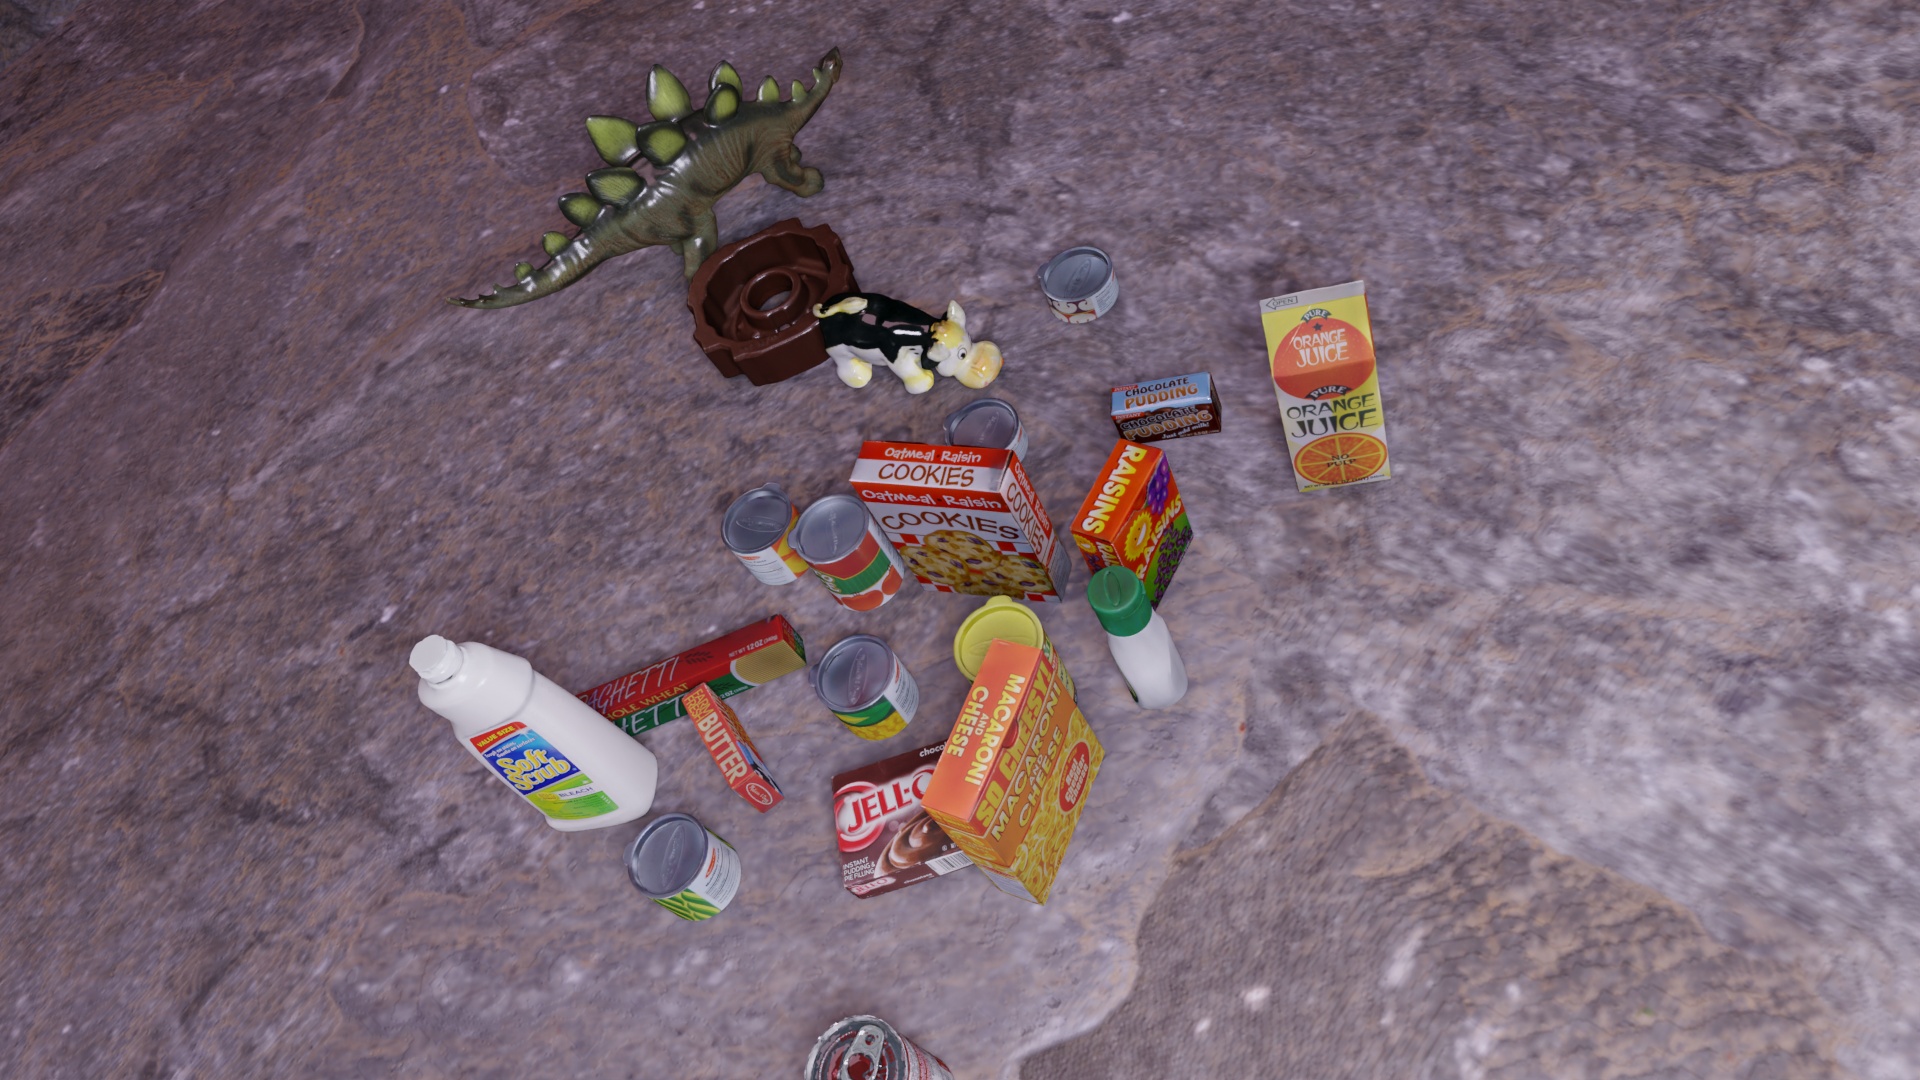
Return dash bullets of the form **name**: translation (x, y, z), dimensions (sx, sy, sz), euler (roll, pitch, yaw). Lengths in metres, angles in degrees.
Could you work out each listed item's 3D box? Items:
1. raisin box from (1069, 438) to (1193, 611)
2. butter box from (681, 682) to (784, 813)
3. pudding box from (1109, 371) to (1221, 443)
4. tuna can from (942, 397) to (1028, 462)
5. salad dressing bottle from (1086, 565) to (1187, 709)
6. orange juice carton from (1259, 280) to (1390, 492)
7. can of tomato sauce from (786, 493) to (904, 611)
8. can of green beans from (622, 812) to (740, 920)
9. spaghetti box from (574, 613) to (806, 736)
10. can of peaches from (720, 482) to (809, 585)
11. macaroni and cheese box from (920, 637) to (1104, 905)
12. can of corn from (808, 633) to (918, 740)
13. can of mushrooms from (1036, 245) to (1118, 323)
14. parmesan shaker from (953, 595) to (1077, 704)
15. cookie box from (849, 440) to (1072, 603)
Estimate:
- **raisin box**: translation (0.130, -0.006, 1.037), dimensions (0.040, 0.123, 0.086), euler (19, 67, 31)
- **butter box**: translation (-0.180, 0.163, 1.093), dimensions (0.024, 0.053, 0.104), euler (-37, 53, -4)
- **pudding box**: translation (0.168, -0.108, 1.136), dimensions (0.083, 0.049, 0.030), euler (-7, 56, 17)
- **tuna can**: translation (0.021, -0.087, 1.191), dimensions (0.071, 0.032, 0.071), euler (-10, 55, 15)
- **salad dressing bottle**: translation (0.124, 0.068, 0.976), dimensions (0.044, 0.147, 0.064), euler (-17, 54, 11)
- **orange juice carton**: translation (0.268, -0.120, 1.015), dimensions (0.072, 0.192, 0.073), euler (-9, 56, 17)
- **can of tomato sauce**: translation (-0.092, 0.012, 1.140), dimensions (0.071, 0.082, 0.071), euler (-10, 55, 15)
- **can of green beans**: translation (-0.207, 0.246, 1.046), dimensions (0.071, 0.057, 0.071), euler (-10, 55, 15)
- **spaghetti box**: translation (-0.250, 0.127, 1.147), dimensions (0.250, 0.050, 0.029), euler (-22, 53, 7)
- **can of peaches**: translation (-0.162, -0.005, 1.194), dimensions (0.071, 0.058, 0.071), euler (-10, 55, 15)
- **macaroni and cheese box**: translation (0.041, 0.159, 0.937), dimensions (0.040, 0.166, 0.124), euler (12, 64, 28)
- **can of corn**: translation (-0.074, 0.115, 1.080), dimensions (0.071, 0.058, 0.071), euler (-10, 55, 15)
- **can of mushrooms**: translation (0.106, -0.231, 1.252), dimensions (0.071, 0.033, 0.071), euler (-10, 55, 15)
- **parmesan shaker**: translation (0.043, 0.095, 1.018), dimensions (0.071, 0.102, 0.071), euler (-10, 55, 15)
- **cookie box**: translation (0.004, -0.013, 1.065), dimensions (0.123, 0.166, 0.040), euler (5, 61, 24)
